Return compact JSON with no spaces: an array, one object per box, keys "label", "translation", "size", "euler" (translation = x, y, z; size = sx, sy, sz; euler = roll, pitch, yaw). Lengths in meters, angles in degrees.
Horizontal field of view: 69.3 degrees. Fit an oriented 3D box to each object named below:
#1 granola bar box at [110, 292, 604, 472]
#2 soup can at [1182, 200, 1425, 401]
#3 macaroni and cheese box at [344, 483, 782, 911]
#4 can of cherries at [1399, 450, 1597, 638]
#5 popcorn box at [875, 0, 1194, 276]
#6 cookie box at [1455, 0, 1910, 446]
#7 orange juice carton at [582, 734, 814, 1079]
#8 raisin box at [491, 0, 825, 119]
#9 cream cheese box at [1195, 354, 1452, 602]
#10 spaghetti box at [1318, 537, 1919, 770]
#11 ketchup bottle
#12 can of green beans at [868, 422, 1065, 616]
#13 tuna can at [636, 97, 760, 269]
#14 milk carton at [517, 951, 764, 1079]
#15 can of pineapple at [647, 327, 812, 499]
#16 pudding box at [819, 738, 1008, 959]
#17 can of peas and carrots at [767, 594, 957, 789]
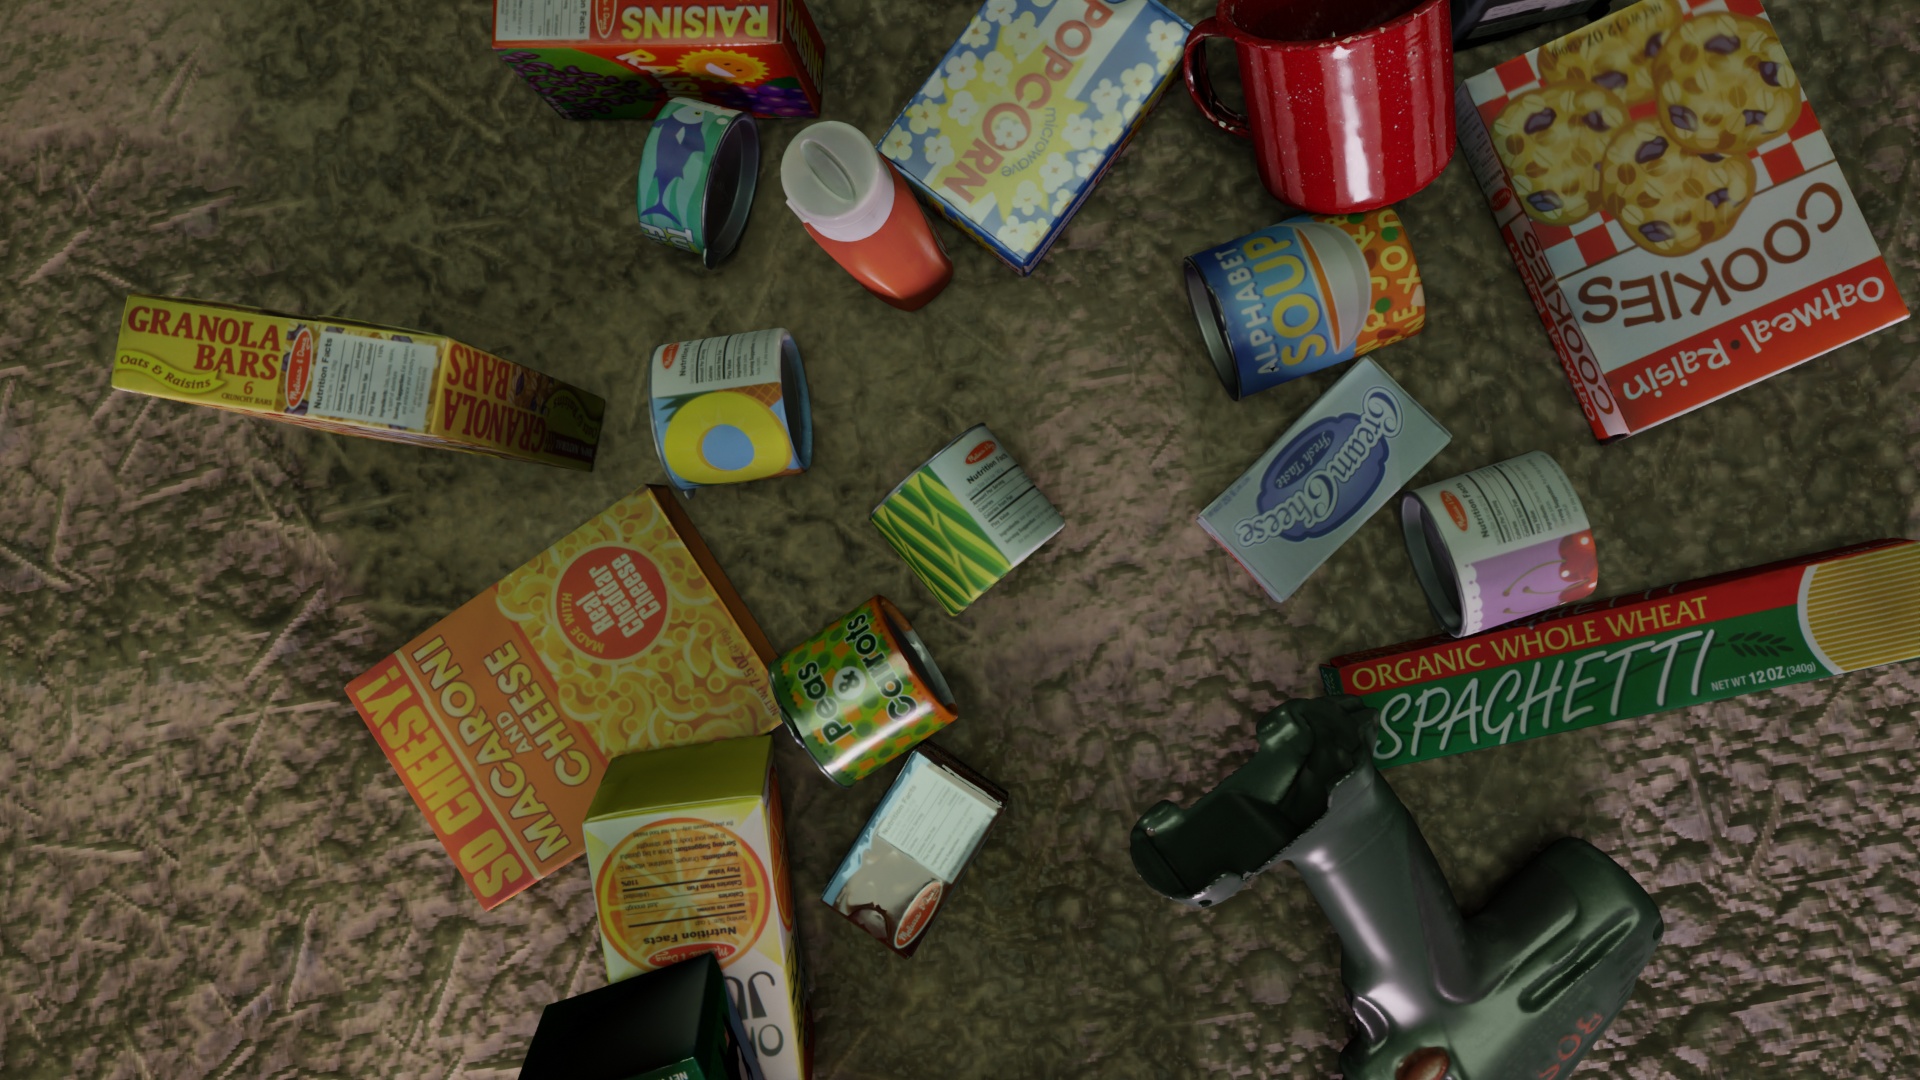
[{"label":"granola bar box","translation":[-0.237,-0.062,0.578],"size":[0.124,0.165,0.039],"euler":[8,89,5]},{"label":"soup can","translation":[0.146,-0.105,0.591],"size":[0.084,0.071,0.071],"euler":[-20,88,5]},{"label":"macaroni and cheese box","translation":[-0.174,0.071,0.634],"size":[0.166,0.040,0.123],"euler":[-33,88,4]},{"label":"can of cherries","translation":[0.227,0.003,0.589],"size":[0.058,0.071,0.071],"euler":[-19,88,4]},{"label":"popcorn box","translation":[0.033,-0.193,0.618],"size":[0.085,0.038,0.126],"euler":[38,93,5]},{"label":"cookie box","translation":[0.302,-0.142,0.594],"size":[0.123,0.040,0.167],"euler":[-24,87,5]},{"label":"orange juice carton","translation":[-0.105,0.188,0.592],"size":[0.073,0.072,0.192],"euler":[-7,102,-3]},{"label":"raisin box","translation":[-0.128,-0.218,0.608],"size":[0.123,0.086,0.040],"euler":[1,86,5]},{"label":"cream cheese box","translation":[0.159,-0.027,0.613],"size":[0.104,0.024,0.053],"euler":[-45,87,3]},{"label":"spaghetti box","translation":[0.286,0.050,0.600],"size":[0.250,0.029,0.050],"euler":[-13,89,5]},{"label":"ketchup bottle","translation":[-0.039,-0.133,0.569],"size":[0.043,0.149,0.065],"euler":[-42,87,6]},{"label":"can of green beans","translation":[0.003,-0.009,0.606],"size":[0.071,0.071,0.058],"euler":[-40,87,4]},{"label":"tuna can","translation":[-0.116,-0.158,0.617],"size":[0.033,0.071,0.071],"euler":[16,91,6]},{"label":"milk carton","translation":[-0.099,0.266,0.533],"size":[0.072,0.073,0.190],"euler":[-17,104,-1]},{"label":"can of pineapple","translation":[-0.100,-0.057,0.616],"size":[0.058,0.071,0.071],"euler":[-7,89,5]},{"label":"pudding box","translation":[-0.020,0.138,0.626],"size":[0.050,0.030,0.083],"euler":[32,93,3]},{"label":"can of peas and carrots","translation":[-0.043,0.065,0.607],"size":[0.059,0.071,0.071],"euler":[-33,87,4]}]
